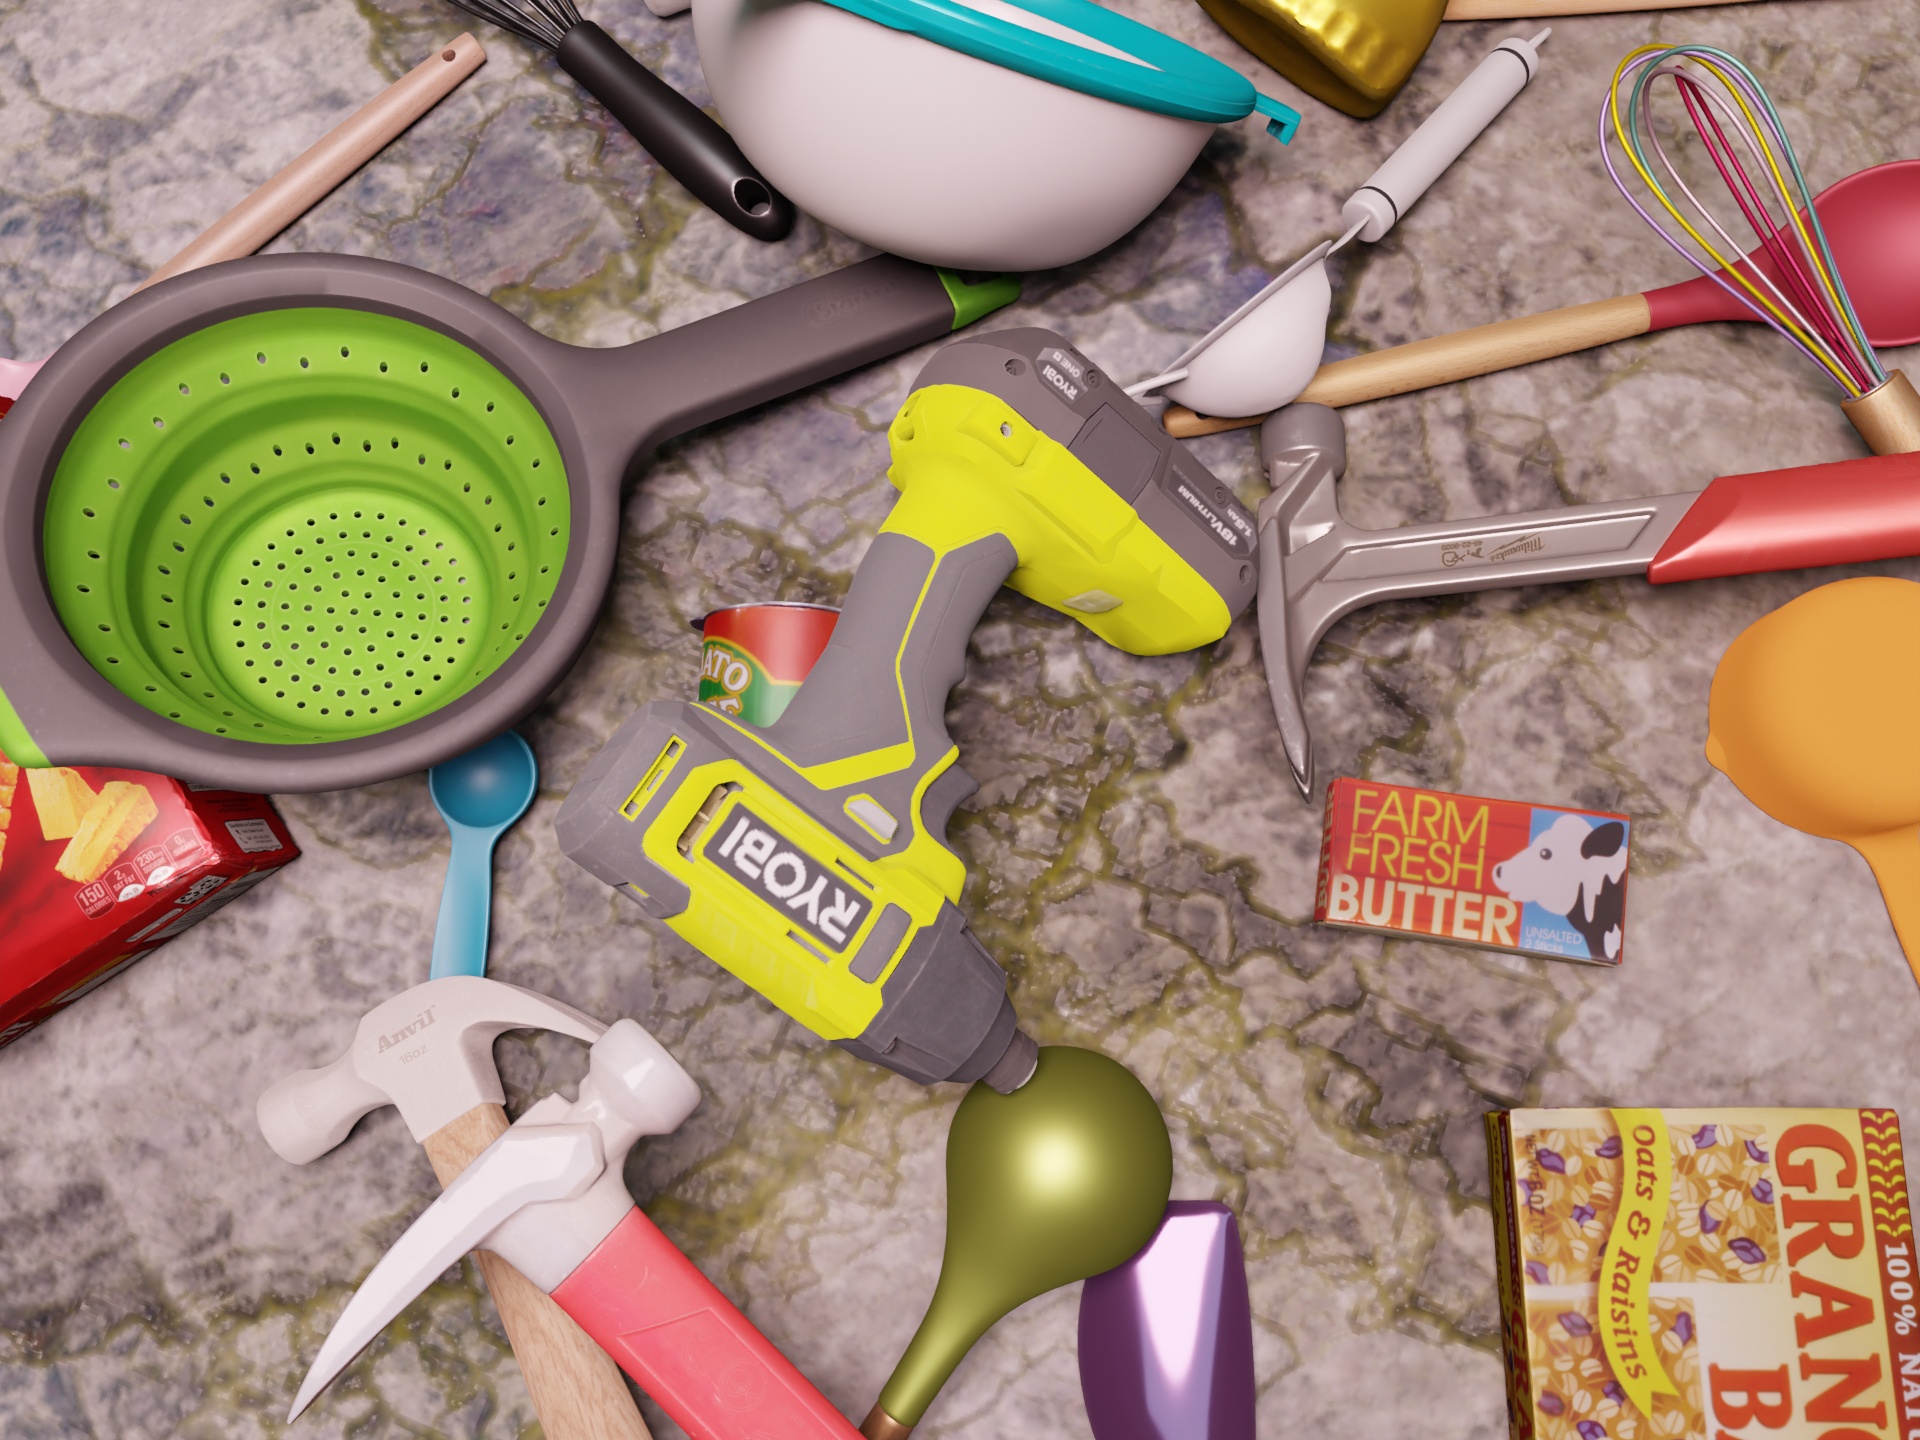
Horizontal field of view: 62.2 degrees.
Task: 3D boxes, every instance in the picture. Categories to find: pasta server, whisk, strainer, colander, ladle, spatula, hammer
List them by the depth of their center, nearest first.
[{"bbox_3d":[-0.016,0.275,0.473,0.386,0.038,0.143,45,72,0],"label":"hammer"},{"bbox_3d":[0.075,0.320,0.516,0.060,0.018,0.316,-5,76,8],"label":"spatula"},{"bbox_3d":[-0.117,0.233,0.522,0.130,0.031,0.331,-33,71,4],"label":"hammer"},{"bbox_3d":[-0.044,-0.203,0.524,0.211,0.340,0.095,34,122,22],"label":"strainer"},{"bbox_3d":[0.279,-0.059,0.524,0.359,0.036,0.149,-5,66,16],"label":"hammer"},{"bbox_3d":[-0.033,0.252,0.535,0.078,0.062,0.320,32,89,15],"label":"ladle"},{"bbox_3d":[0.309,-0.137,0.557,0.245,0.051,0.047,52,47,-4],"label":"whisk"},{"bbox_3d":[0.150,-0.183,0.595,0.050,0.087,0.258,44,73,-3],"label":"strainer"},{"bbox_3d":[0.232,-0.147,0.599,0.315,0.031,0.069,-12,81,4],"label":"ladle"},{"bbox_3d":[-0.157,-0.091,0.601,0.397,0.094,0.205,-25,76,-19],"label":"colander"},{"bbox_3d":[-0.322,-0.184,0.653,0.316,0.040,0.060,-41,90,-5],"label":"pasta server"},{"bbox_3d":[-0.155,-0.280,0.657,0.239,0.055,0.055,44,85,8],"label":"whisk"}]

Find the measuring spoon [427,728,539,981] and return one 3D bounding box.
[{"bbox_3d":[-0.182,0.064,0.600,0.042,0.021,0.128,6,87,7],"label":"measuring spoon"}]

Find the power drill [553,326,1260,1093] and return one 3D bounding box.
[{"bbox_3d":[-0.001,-0.002,0.527,0.171,0.080,0.223,39,70,-16],"label":"power drill"}]

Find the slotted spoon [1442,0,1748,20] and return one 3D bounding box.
[{"bbox_3d":[0.343,-0.296,0.622,0.314,0.031,0.070,-3,77,7],"label":"slotted spoon"}]

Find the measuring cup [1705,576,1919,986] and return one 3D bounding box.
[{"bbox_3d":[0.323,0.033,0.537,0.095,0.052,0.174,-16,75,2],"label":"measuring cup"}]
